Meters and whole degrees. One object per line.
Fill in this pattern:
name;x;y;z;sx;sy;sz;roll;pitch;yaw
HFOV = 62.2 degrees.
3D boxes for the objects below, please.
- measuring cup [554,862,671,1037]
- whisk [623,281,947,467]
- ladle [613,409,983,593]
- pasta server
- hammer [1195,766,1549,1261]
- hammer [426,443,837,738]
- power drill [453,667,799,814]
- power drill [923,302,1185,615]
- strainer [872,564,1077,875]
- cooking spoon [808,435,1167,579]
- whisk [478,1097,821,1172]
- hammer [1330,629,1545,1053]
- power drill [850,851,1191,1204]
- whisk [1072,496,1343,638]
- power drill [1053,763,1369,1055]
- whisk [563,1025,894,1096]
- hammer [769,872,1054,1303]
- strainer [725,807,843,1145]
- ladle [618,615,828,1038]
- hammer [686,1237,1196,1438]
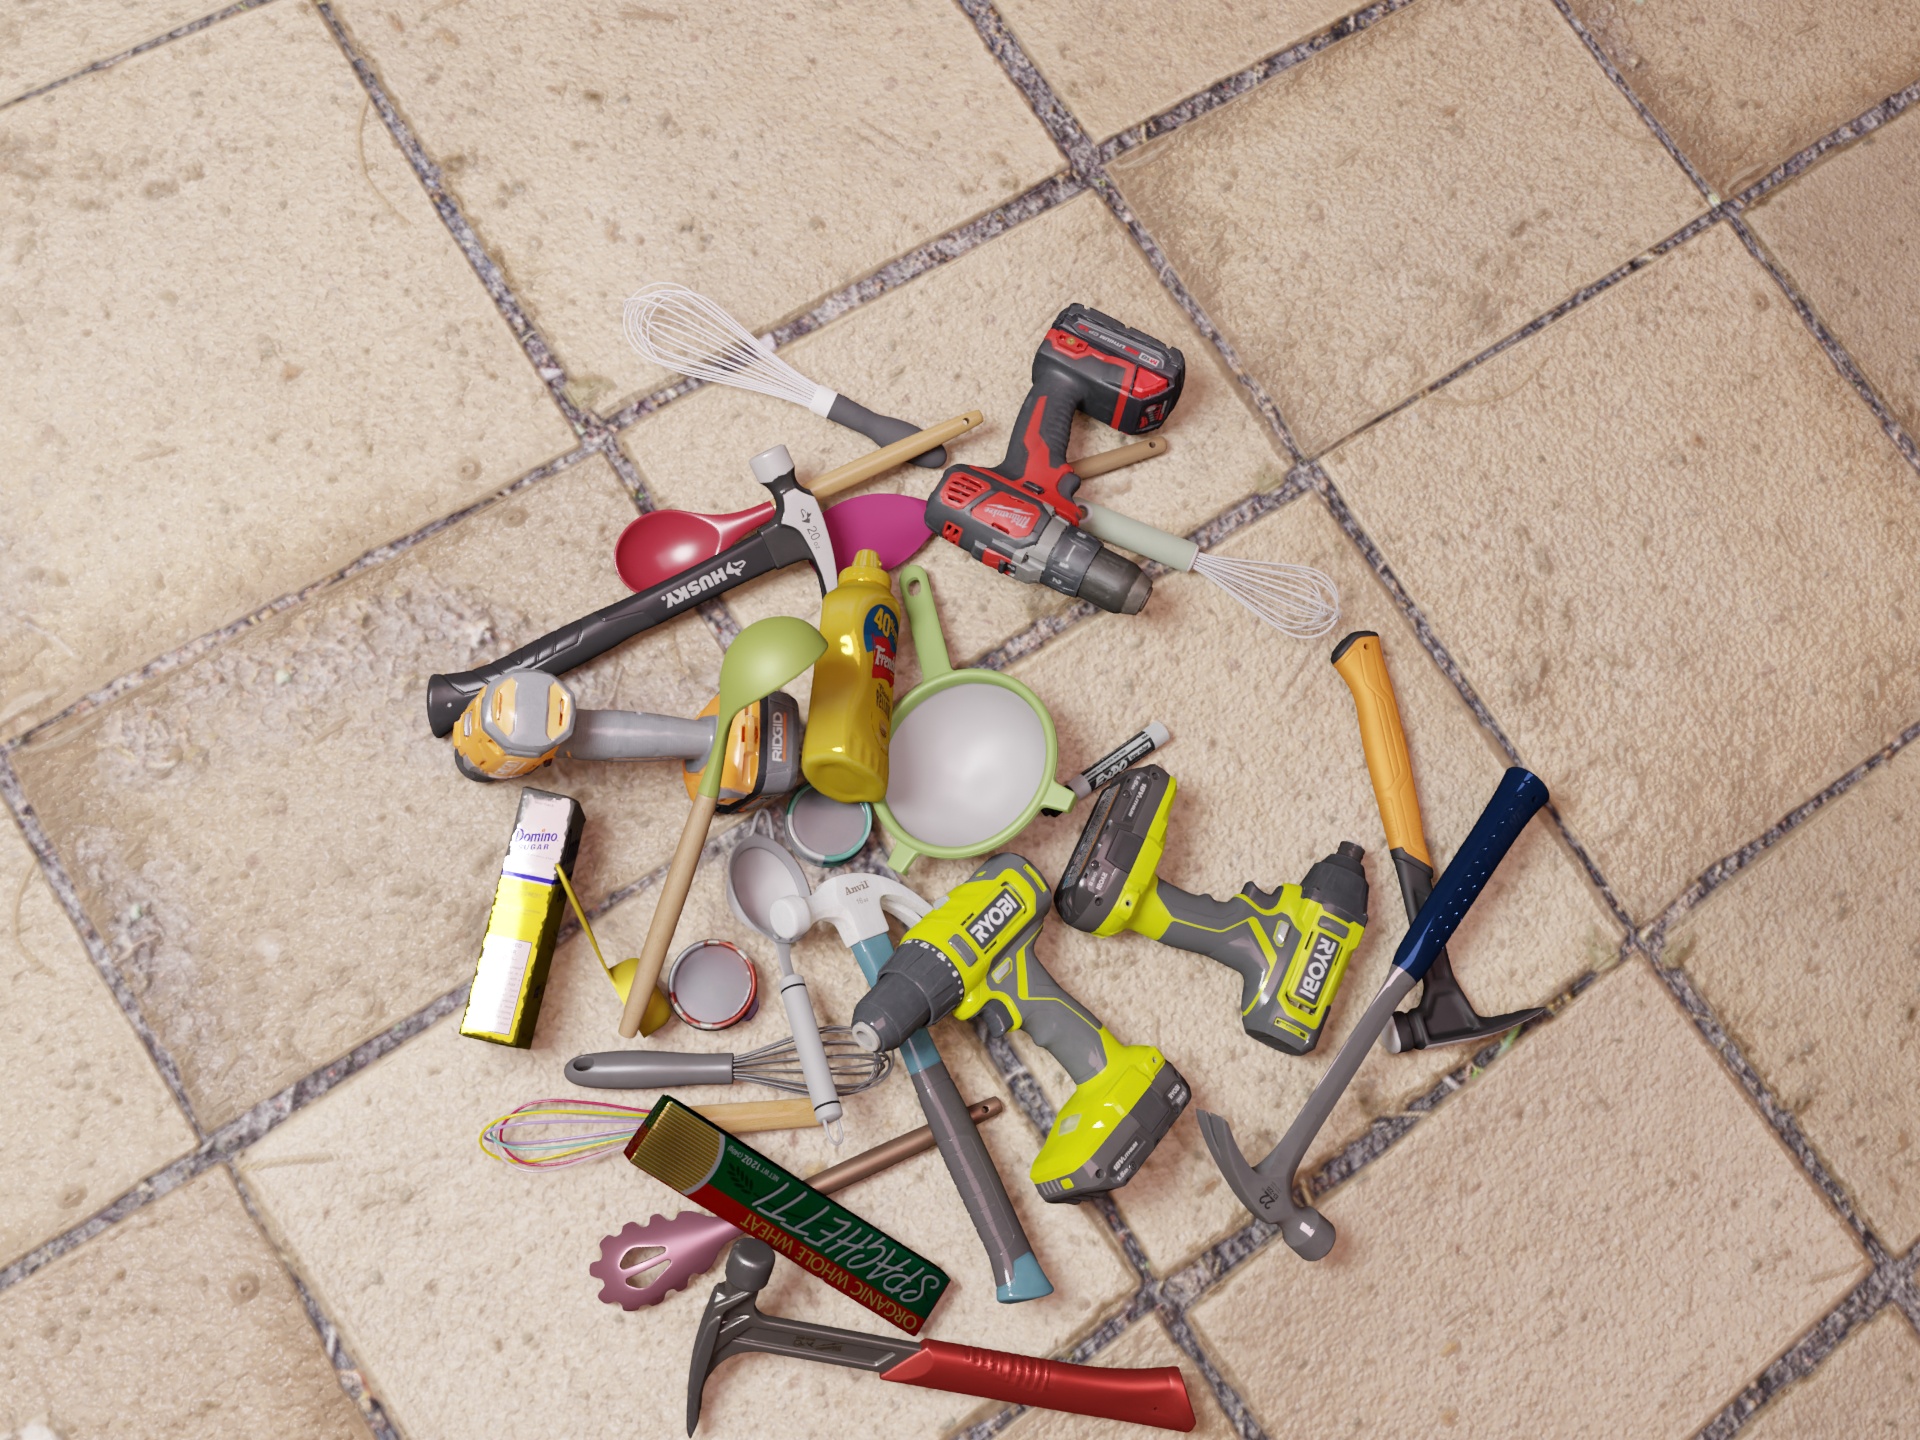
measuring cup;-0.245;0.158;1.127;0.029;0.062;0.156;-28;120;-16
whisk;-0.140;-0.271;1.280;0.284;0.070;0.070;25;74;-7
ladle;-0.125;-0.179;1.258;0.315;0.031;0.069;-25;97;-7
pasta server;-0.114;0.342;1.152;0.316;0.040;0.060;-21;80;-17
hammer;0.325;0.196;1.196;0.144;0.035;0.405;45;72;-19
hammer;-0.250;-0.073;1.212;0.335;0.035;0.146;-27;104;-8
power drill;-0.251;0.019;1.153;0.226;0.185;0.084;6;75;-27
power drill;0.100;-0.201;1.265;0.188;0.080;0.227;28;70;7
strainer;-0.002;-0.004;1.237;0.151;0.069;0.257;-22;61;13
cooking spoon;0.024;-0.181;1.301;0.319;0.017;0.069;-19;76;-12
whisk;-0.219;0.292;1.144;0.245;0.051;0.047;-1;98;-13
hammer;0.365;0.089;1.277;0.127;0.034;0.337;-9;78;-10
power drill;0.041;0.230;1.138;0.228;0.080;0.190;50;50;-1
whisk;0.197;-0.130;1.301;0.246;0.059;0.058;22;91;3
power drill;0.200;0.133;1.224;0.223;0.080;0.171;28;74;-5
whisk;-0.167;0.250;1.156;0.239;0.055;0.055;-1;77;-4
hammer;-0.020;0.263;1.145;0.128;0.033;0.331;-16;77;-44
strainer;-0.126;0.185;1.151;0.050;0.086;0.259;-36;58;26
ladle;-0.168;0.077;1.080;0.062;0.078;0.320;18;103;-10
hammer;-0.007;0.462;1.117;0.359;0.037;0.149;15;106;-11
